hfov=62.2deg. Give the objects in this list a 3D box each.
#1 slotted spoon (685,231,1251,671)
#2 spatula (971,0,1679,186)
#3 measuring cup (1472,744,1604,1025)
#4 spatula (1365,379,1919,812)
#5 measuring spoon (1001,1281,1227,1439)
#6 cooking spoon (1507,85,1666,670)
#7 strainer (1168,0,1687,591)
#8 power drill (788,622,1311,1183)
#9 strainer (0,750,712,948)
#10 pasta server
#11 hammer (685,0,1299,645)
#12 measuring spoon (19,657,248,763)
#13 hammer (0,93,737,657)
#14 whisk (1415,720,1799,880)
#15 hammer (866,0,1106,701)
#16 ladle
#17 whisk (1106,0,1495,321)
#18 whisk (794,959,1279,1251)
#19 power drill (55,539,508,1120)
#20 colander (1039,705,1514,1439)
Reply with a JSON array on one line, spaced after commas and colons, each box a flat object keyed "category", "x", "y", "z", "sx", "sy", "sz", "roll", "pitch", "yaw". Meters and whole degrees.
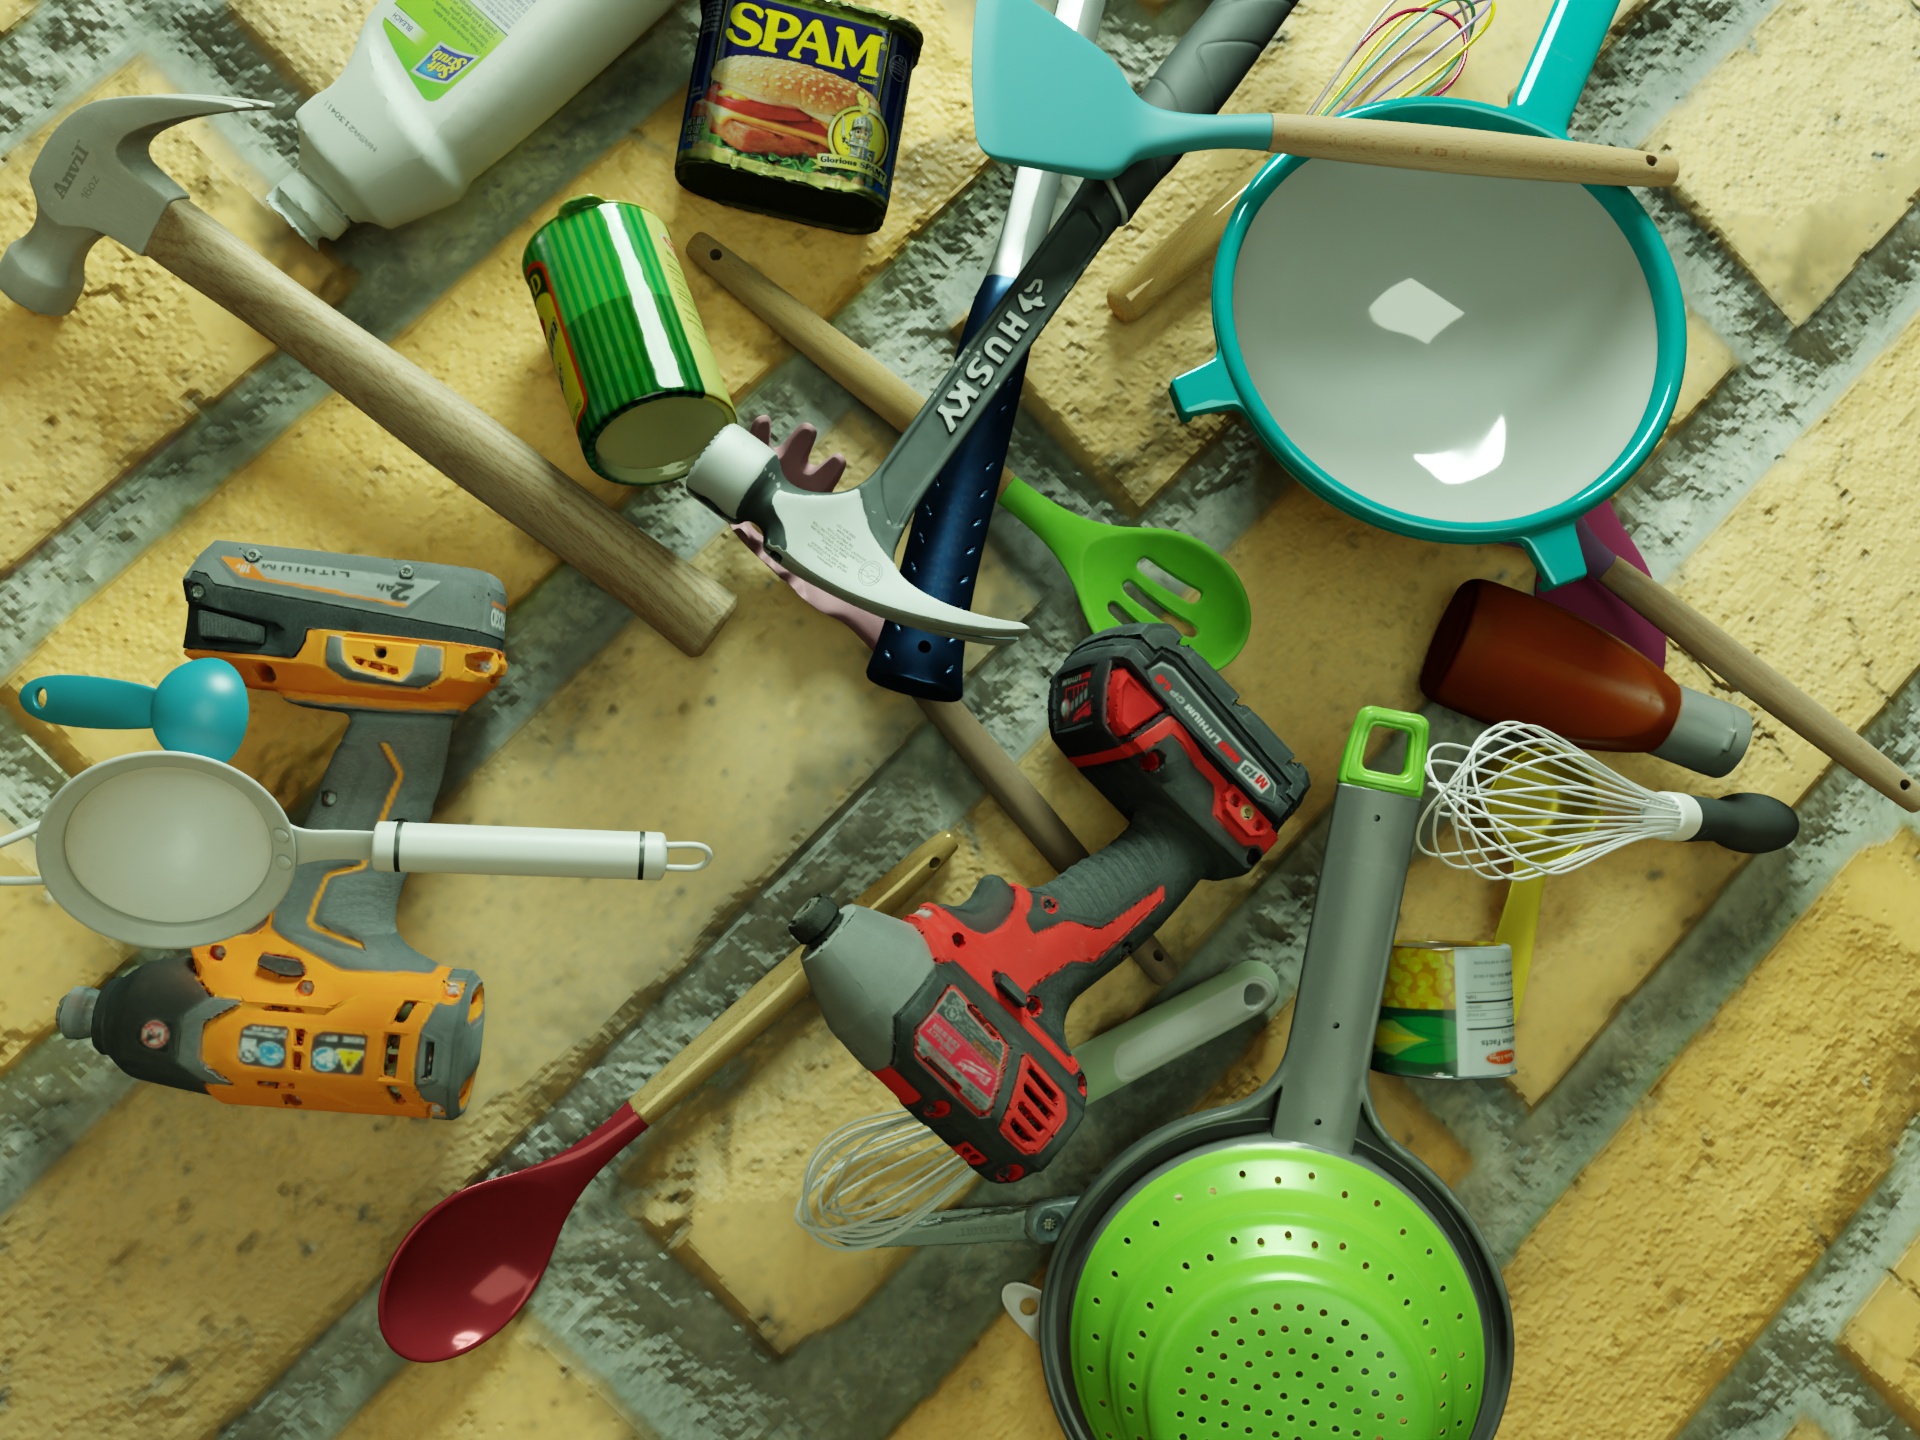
[{"category": "slotted spoon", "x": 0.002, "y": -0.125, "z": 0.737, "sx": 0.313, "sy": 0.031, "sz": 0.070, "roll": 37, "pitch": 81, "yaw": -3}, {"category": "spatula", "x": 0.159, "y": -0.252, "z": 0.675, "sx": 0.317, "sy": 0.044, "sz": 0.082, "roll": 3, "pitch": 76, "yaw": -6}, {"category": "measuring cup", "x": 0.266, "y": 0.088, "z": 0.772, "sx": 0.062, "sy": 0.029, "sz": 0.156, "roll": 10, "pitch": 96, "yaw": -9}, {"category": "spatula", "x": 0.335, "y": -0.060, "z": 0.770, "sx": 0.316, "sy": 0.018, "sz": 0.060, "roll": 39, "pitch": 84, "yaw": 5}, {"category": "measuring spoon", "x": 0.068, "y": 0.296, "z": 0.727, "sx": 0.124, "sy": 0.018, "sz": 0.034, "roll": 38, "pitch": 81, "yaw": 2}, {"category": "cooking spoon", "x": 0.304, "y": -0.160, "z": 0.793, "sx": 0.068, "sy": 0.017, "sz": 0.319, "roll": -9, "pitch": 88, "yaw": -10}, {"category": "strainer", "x": 0.239, "y": -0.225, "z": 0.750, "sx": 0.211, "sy": 0.095, "sz": 0.340, "roll": 25, "pitch": 76, "yaw": 2}, {"category": "power drill", "x": 0.035, "y": 0.068, "z": 0.674, "sx": 0.143, "sy": 0.078, "sz": 0.220, "roll": 45, "pitch": 70, "yaw": -11}, {"category": "strainer", "x": -0.224, "y": 0.047, "z": 0.600, "sx": 0.258, "sy": 0.050, "sz": 0.086, "roll": 3, "pitch": 119, "yaw": -12}, {"category": "pasta server", "x": -0.001, "y": -0.002, "z": 0.722, "sx": 0.060, "sy": 0.040, "sz": 0.316, "roll": -42, "pitch": 95, "yaw": -24}, {"category": "hammer", "x": 0.059, "y": -0.213, "z": 0.695, "sx": 0.149, "sy": 0.036, "sz": 0.409, "roll": 36, "pitch": 76, "yaw": -5}, {"category": "measuring spoon", "x": -0.326, "y": -0.006, "z": 0.610, "sx": 0.129, "sy": 0.021, "sz": 0.042, "roll": 4, "pitch": 89, "yaw": 25}, {"category": "hammer", "x": -0.236, "y": -0.139, "z": 0.677, "sx": 0.331, "sy": 0.031, "sz": 0.130, "roll": 36, "pitch": 113, "yaw": -11}, {"category": "whisk", "x": 0.302, "y": 0.043, "z": 0.716, "sx": 0.284, "sy": 0.070, "sz": 0.070, "roll": 6, "pitch": 85, "yaw": -37}, {"category": "hammer", "x": 0.020, "y": -0.208, "z": 0.722, "sx": 0.144, "sy": 0.035, "sz": 0.406, "roll": 15, "pitch": 78, "yaw": -8}, {"category": "ladle", "x": -0.121, "y": 0.154, "z": 0.694, "sx": 0.315, "sy": 0.031, "sz": 0.069, "roll": -41, "pitch": 124, "yaw": -13}, {"category": "whisk", "x": 0.164, "y": -0.276, "z": 0.771, "sx": 0.245, "sy": 0.051, "sz": 0.047, "roll": -41, "pitch": 73, "yaw": -6}, {"category": "whisk", "x": 0.039, "y": 0.168, "z": 0.713, "sx": 0.246, "sy": 0.059, "sz": 0.057, "roll": -24, "pitch": 103, "yaw": -15}, {"category": "power drill", "x": -0.274, "y": 0.045, "z": 0.652, "sx": 0.164, "sy": 0.084, "sz": 0.226, "roll": 6, "pitch": 89, "yaw": -7}, {"category": "colander", "x": 0.148, "y": 0.189, "z": 0.658, "sx": 0.204, "sy": 0.094, "sz": 0.397, "roll": 11, "pitch": 90, "yaw": 7}]
